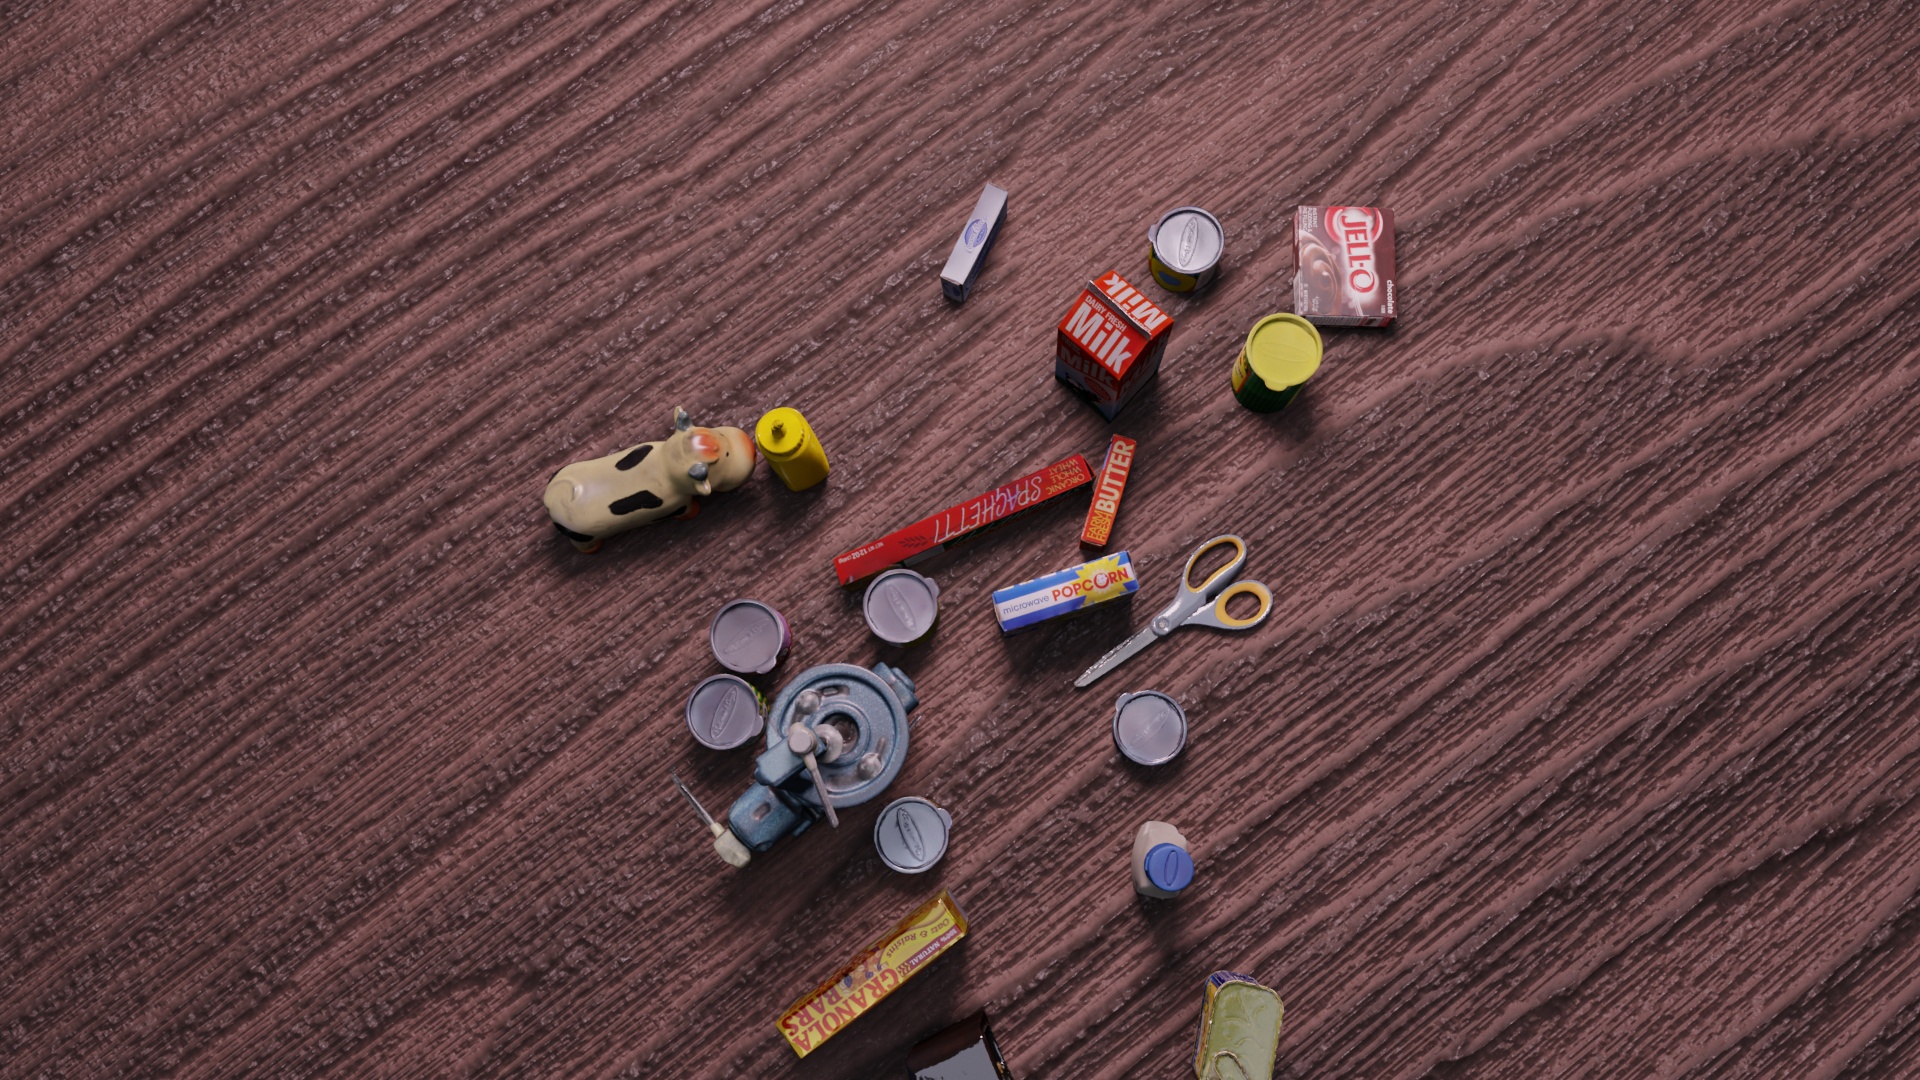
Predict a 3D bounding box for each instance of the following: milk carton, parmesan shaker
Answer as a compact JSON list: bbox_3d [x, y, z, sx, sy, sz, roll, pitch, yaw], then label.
[{"bbox_3d":[0.134,-0.174,1.223,0.072,0.190,0.073,42,85,8],"label":"milk carton"},{"bbox_3d":[0.283,-0.156,1.259,0.071,0.103,0.071,0,81,2],"label":"parmesan shaker"}]

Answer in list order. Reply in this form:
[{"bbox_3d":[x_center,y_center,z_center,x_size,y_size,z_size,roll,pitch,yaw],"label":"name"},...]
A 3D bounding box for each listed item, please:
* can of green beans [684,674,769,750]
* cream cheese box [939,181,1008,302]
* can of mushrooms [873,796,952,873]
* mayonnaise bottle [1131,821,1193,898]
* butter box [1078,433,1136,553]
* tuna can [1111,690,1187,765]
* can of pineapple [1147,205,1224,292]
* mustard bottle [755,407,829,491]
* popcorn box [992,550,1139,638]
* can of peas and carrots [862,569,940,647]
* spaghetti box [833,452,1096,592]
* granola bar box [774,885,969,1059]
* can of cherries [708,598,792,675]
[{"bbox_3d":[-0.208,0.155,1.245,0.071,0.057,0.071,0,80,2],"label":"can of green beans"},{"bbox_3d":[0.014,-0.281,1.316,0.024,0.053,0.104,25,82,6],"label":"cream cheese box"},{"bbox_3d":[-0.040,0.260,1.233,0.071,0.033,0.071,0,80,2],"label":"can of mushrooms"},{"bbox_3d":[0.169,0.271,1.165,0.041,0.148,0.065,10,81,4],"label":"mayonnaise bottle"},{"bbox_3d":[0.134,-0.041,1.269,0.024,0.053,0.103,17,81,5],"label":"butter box"},{"bbox_3d":[0.167,0.166,1.242,0.071,0.033,0.071,0,80,2],"label":"tuna can"},{"bbox_3d":[0.210,-0.274,1.305,0.071,0.058,0.071,0,80,2],"label":"can of pineapple"},{"bbox_3d":[-0.153,-0.087,1.233,0.049,0.160,0.065,-30,81,-3],"label":"mustard bottle"},{"bbox_3d":[0.092,0.050,1.239,0.127,0.085,0.038,-17,80,-1],"label":"popcorn box"},{"bbox_3d":[-0.050,0.061,1.255,0.071,0.058,0.071,0,80,2],"label":"can of peas and carrots"},{"bbox_3d":[0.005,-0.016,1.271,0.250,0.050,0.029,-23,80,-2],"label":"spaghetti box"},{"bbox_3d":[-0.069,0.361,1.170,0.166,0.124,0.039,-36,81,-4],"label":"granola bar box"},{"bbox_3d":[-0.188,0.091,1.255,0.071,0.058,0.071,0,80,2],"label":"can of cherries"}]
